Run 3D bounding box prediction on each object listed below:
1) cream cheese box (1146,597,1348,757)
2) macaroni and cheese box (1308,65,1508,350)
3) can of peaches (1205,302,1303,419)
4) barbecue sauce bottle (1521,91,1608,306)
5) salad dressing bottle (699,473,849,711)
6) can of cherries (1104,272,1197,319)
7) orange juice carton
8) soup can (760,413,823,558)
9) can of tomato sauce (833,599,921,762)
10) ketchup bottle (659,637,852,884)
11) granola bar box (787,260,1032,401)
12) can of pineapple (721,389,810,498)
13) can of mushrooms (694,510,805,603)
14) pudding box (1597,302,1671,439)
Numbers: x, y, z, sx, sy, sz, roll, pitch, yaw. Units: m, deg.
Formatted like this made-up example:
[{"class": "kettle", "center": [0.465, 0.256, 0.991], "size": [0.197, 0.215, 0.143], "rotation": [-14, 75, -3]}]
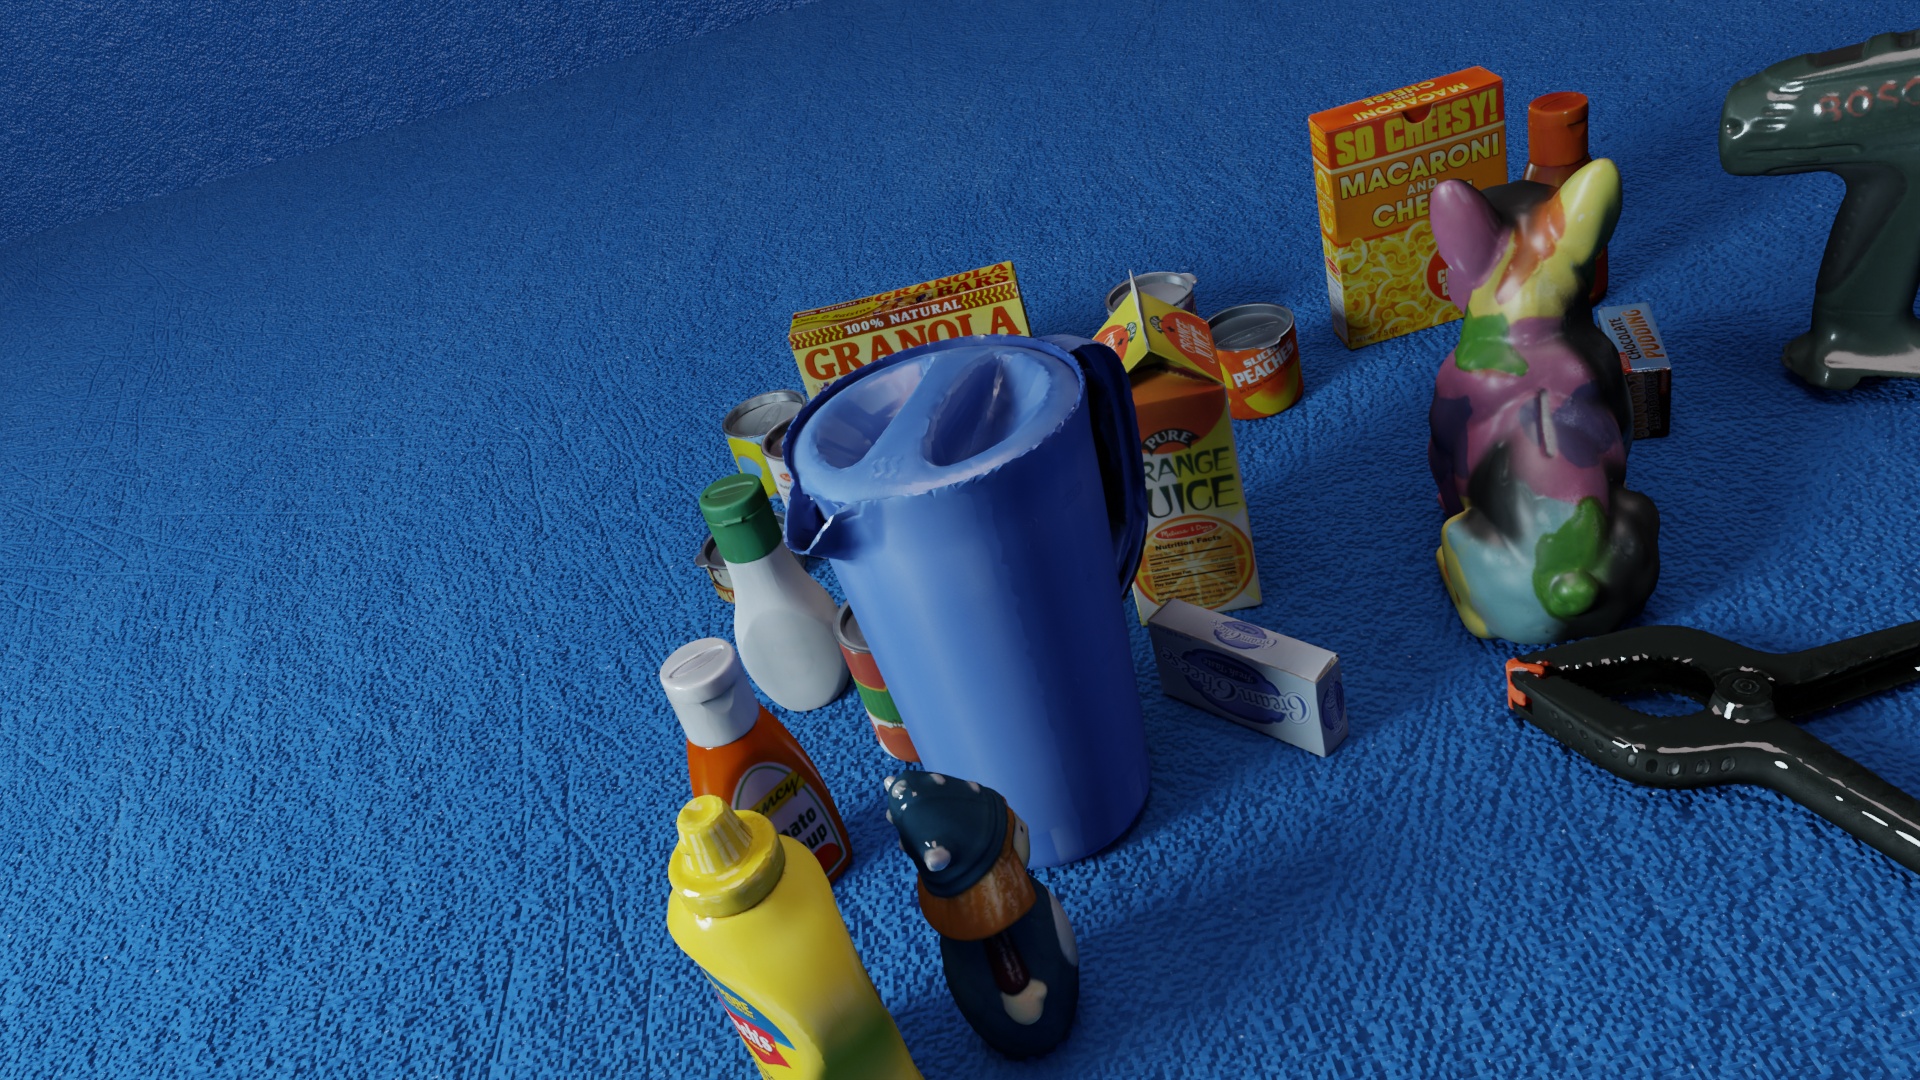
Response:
[{"class": "cream cheese box", "center": [0.147, 0.069, 0.713], "size": [0.104, 0.053, 0.024], "rotation": [19, 48, 42]}, {"class": "macaroni and cheese box", "center": [0.317, -0.229, 0.969], "size": [0.124, 0.165, 0.040], "rotation": [-16, 33, 2]}, {"class": "can of peaches", "center": [0.203, -0.124, 0.966], "size": [0.071, 0.057, 0.071], "rotation": [-12, 33, 8]}, {"class": "barbecue sauce bottle", "center": [0.406, -0.226, 0.940], "size": [0.065, 0.147, 0.044], "rotation": [-26, 34, -12]}, {"class": "salad dressing bottle", "center": [-0.107, 0.031, 0.800], "size": [0.064, 0.147, 0.044], "rotation": [-15, 33, 5]}, {"class": "can of cherries", "center": [0.149, -0.162, 1.046], "size": [0.071, 0.058, 0.072], "rotation": [-12, 33, 8]}, {"class": "orange juice carton", "center": [0.116, -0.051, 0.777], "size": [0.073, 0.191, 0.072], "rotation": [-11, 33, 10]}, {"class": "soup can", "center": [-0.091, -0.041, 0.956], "size": [0.071, 0.083, 0.072], "rotation": [-12, 33, 8]}, {"class": "can of tomato sauce", "center": [-0.025, 0.071, 0.762], "size": [0.071, 0.082, 0.071], "rotation": [-12, 33, 8]}, {"class": "ketchup bottle", "center": [-0.103, 0.114, 0.674], "size": [0.065, 0.148, 0.043], "rotation": [-31, 35, -20]}, {"class": "granola bar box", "center": [-0.027, -0.123, 1.009], "size": [0.165, 0.123, 0.039], "rotation": [-12, 33, 8]}, {"class": "can of pineapple", "center": [-0.137, -0.072, 1.046], "size": [0.071, 0.057, 0.071], "rotation": [-12, 33, 8]}, {"class": "can of mushrooms", "center": [-0.143, 0.012, 0.947], "size": [0.071, 0.033, 0.071], "rotation": [-12, 33, 8]}, {"class": "pudding box", "center": [0.411, -0.105, 0.850], "size": [0.030, 0.049, 0.084], "rotation": [-5, 35, 19]}]
